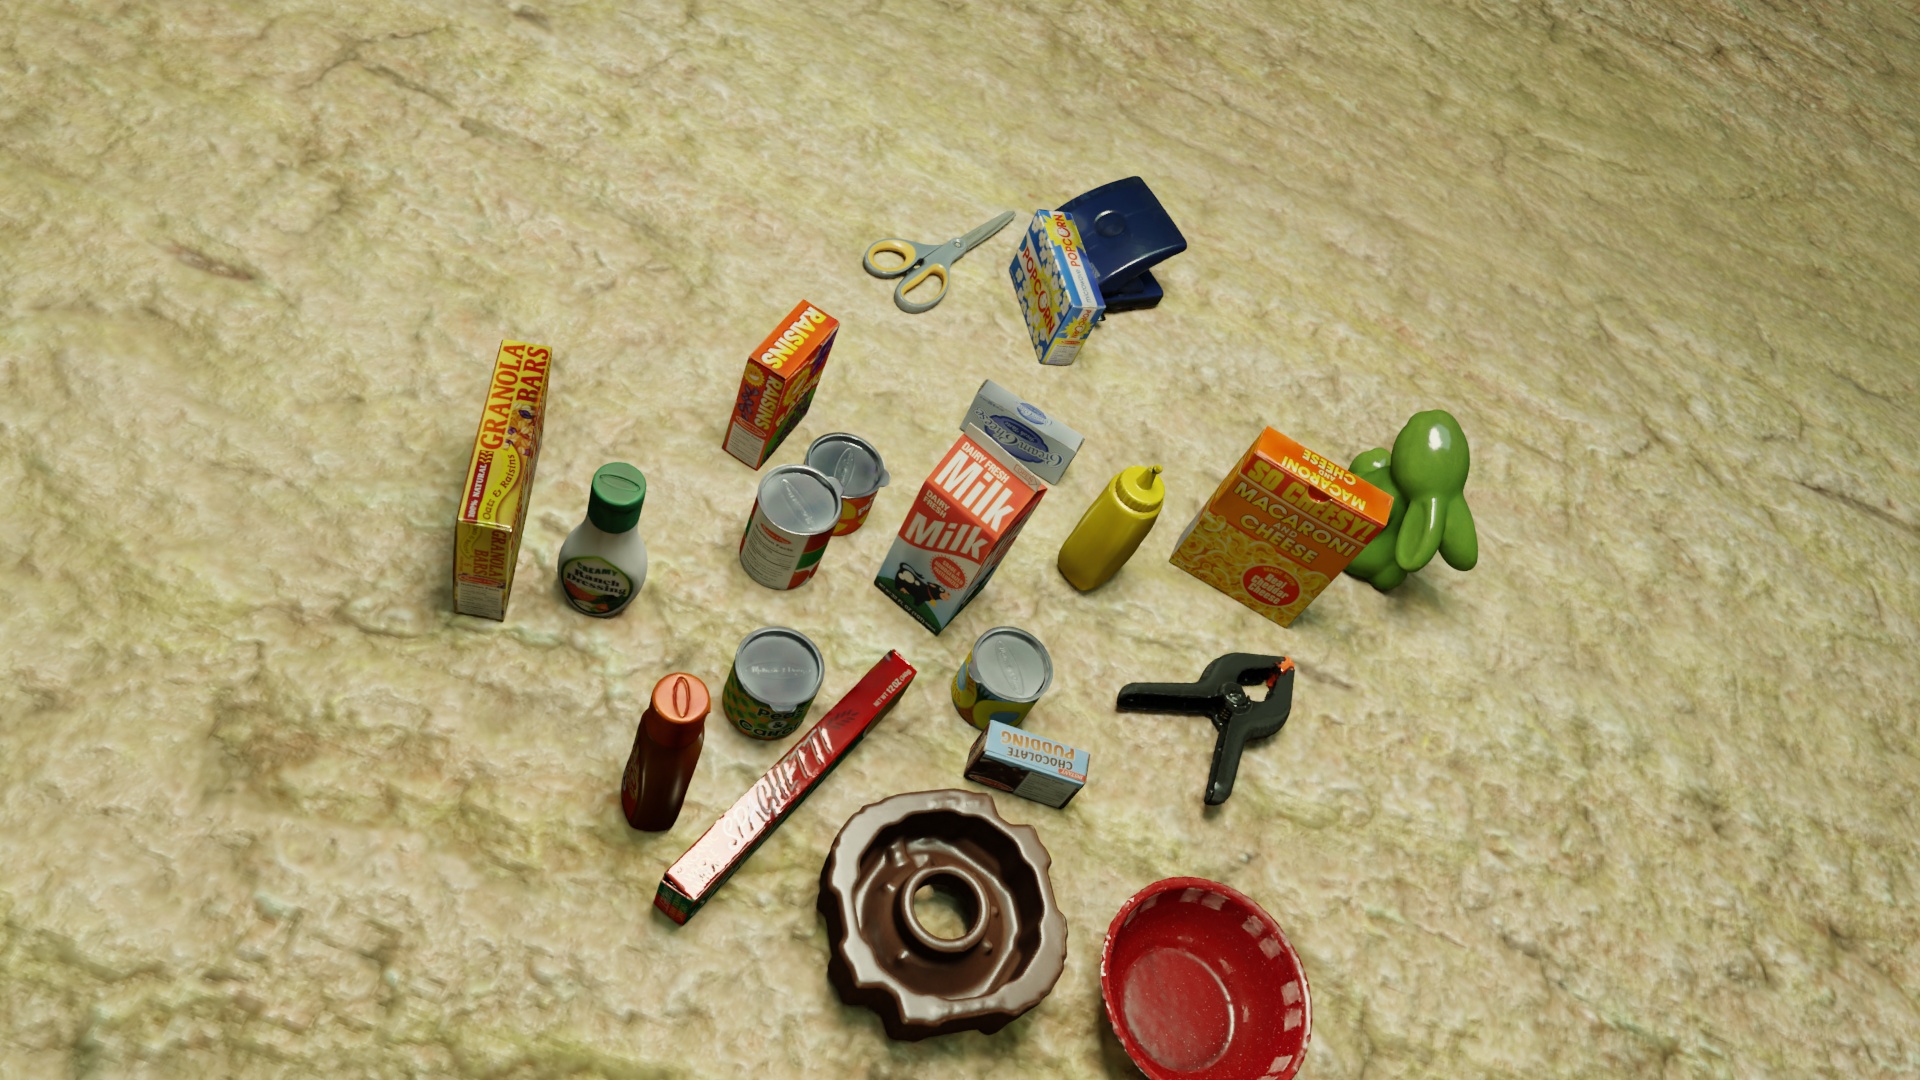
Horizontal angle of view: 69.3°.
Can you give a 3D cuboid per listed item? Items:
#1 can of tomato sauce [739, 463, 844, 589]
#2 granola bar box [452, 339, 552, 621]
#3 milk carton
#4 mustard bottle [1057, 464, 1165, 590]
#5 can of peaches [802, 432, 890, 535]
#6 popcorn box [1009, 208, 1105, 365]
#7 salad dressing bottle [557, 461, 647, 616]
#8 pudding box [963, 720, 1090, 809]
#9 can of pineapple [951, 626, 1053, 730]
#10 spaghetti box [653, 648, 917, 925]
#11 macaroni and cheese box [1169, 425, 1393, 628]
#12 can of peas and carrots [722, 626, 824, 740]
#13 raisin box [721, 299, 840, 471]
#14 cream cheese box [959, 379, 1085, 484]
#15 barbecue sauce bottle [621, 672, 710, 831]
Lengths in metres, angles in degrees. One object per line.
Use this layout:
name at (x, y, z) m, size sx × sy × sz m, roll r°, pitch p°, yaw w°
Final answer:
can of tomato sauce at (-0.133, -0.011, 1.091) m, size 0.071 × 0.082 × 0.071 m, roll 10°, pitch 54°, yaw -14°
granola bar box at (-0.334, -0.044, 1.011) m, size 0.039 × 0.123 × 0.166 m, roll 10°, pitch 54°, yaw -15°
milk carton at (0.004, -0.014, 1.077) m, size 0.072 × 0.189 × 0.074 m, roll 39°, pitch 52°, yaw 8°
mustard bottle at (0.133, -0.019, 1.151) m, size 0.065 × 0.159 × 0.049 m, roll -32°, pitch 72°, yaw -35°
can of peaches at (-0.099, -0.045, 1.144) m, size 0.071 × 0.057 × 0.071 m, roll 10°, pitch 54°, yaw -14°
popcorn box at (0.092, -0.244, 1.341) m, size 0.038 × 0.084 × 0.127 m, roll -1°, pitch 57°, yaw -22°
salad dressing bottle at (-0.253, 0.000, 0.996) m, size 0.064 × 0.146 × 0.044 m, roll 18°, pitch 52°, yaw -9°
pudding box at (0.050, 0.171, 1.055) m, size 0.084 × 0.049 × 0.030 m, roll 19°, pitch 52°, yaw -8°
can of pineapple at (0.030, 0.109, 1.086) m, size 0.071 × 0.057 × 0.071 m, roll 10°, pitch 54°, yaw -14°
spaghetti box at (-0.120, 0.171, 0.989) m, size 0.029 × 0.050 × 0.251 m, roll 40°, pitch 52°, yaw 8°
macaroni and cheese box at (0.272, -0.007, 1.192) m, size 0.124 × 0.165 × 0.040 m, roll 30°, pitch 51°, yaw 1°
can of peas and carrots at (-0.138, 0.108, 1.021) m, size 0.071 × 0.058 × 0.071 m, roll 10°, pitch 54°, yaw -14°
raisin box at (-0.148, -0.126, 1.141) m, size 0.040 × 0.122 × 0.086 m, roll 33°, pitch 51°, yaw 3°
cream cheese box at (0.055, -0.097, 1.243) m, size 0.104 × 0.053 × 0.024 m, roll 31°, pitch 51°, yaw 2°
barbecue sauce bottle at (-0.195, 0.137, 0.921) m, size 0.044 × 0.147 × 0.065 m, roll 5°, pitch 55°, yaw -18°
